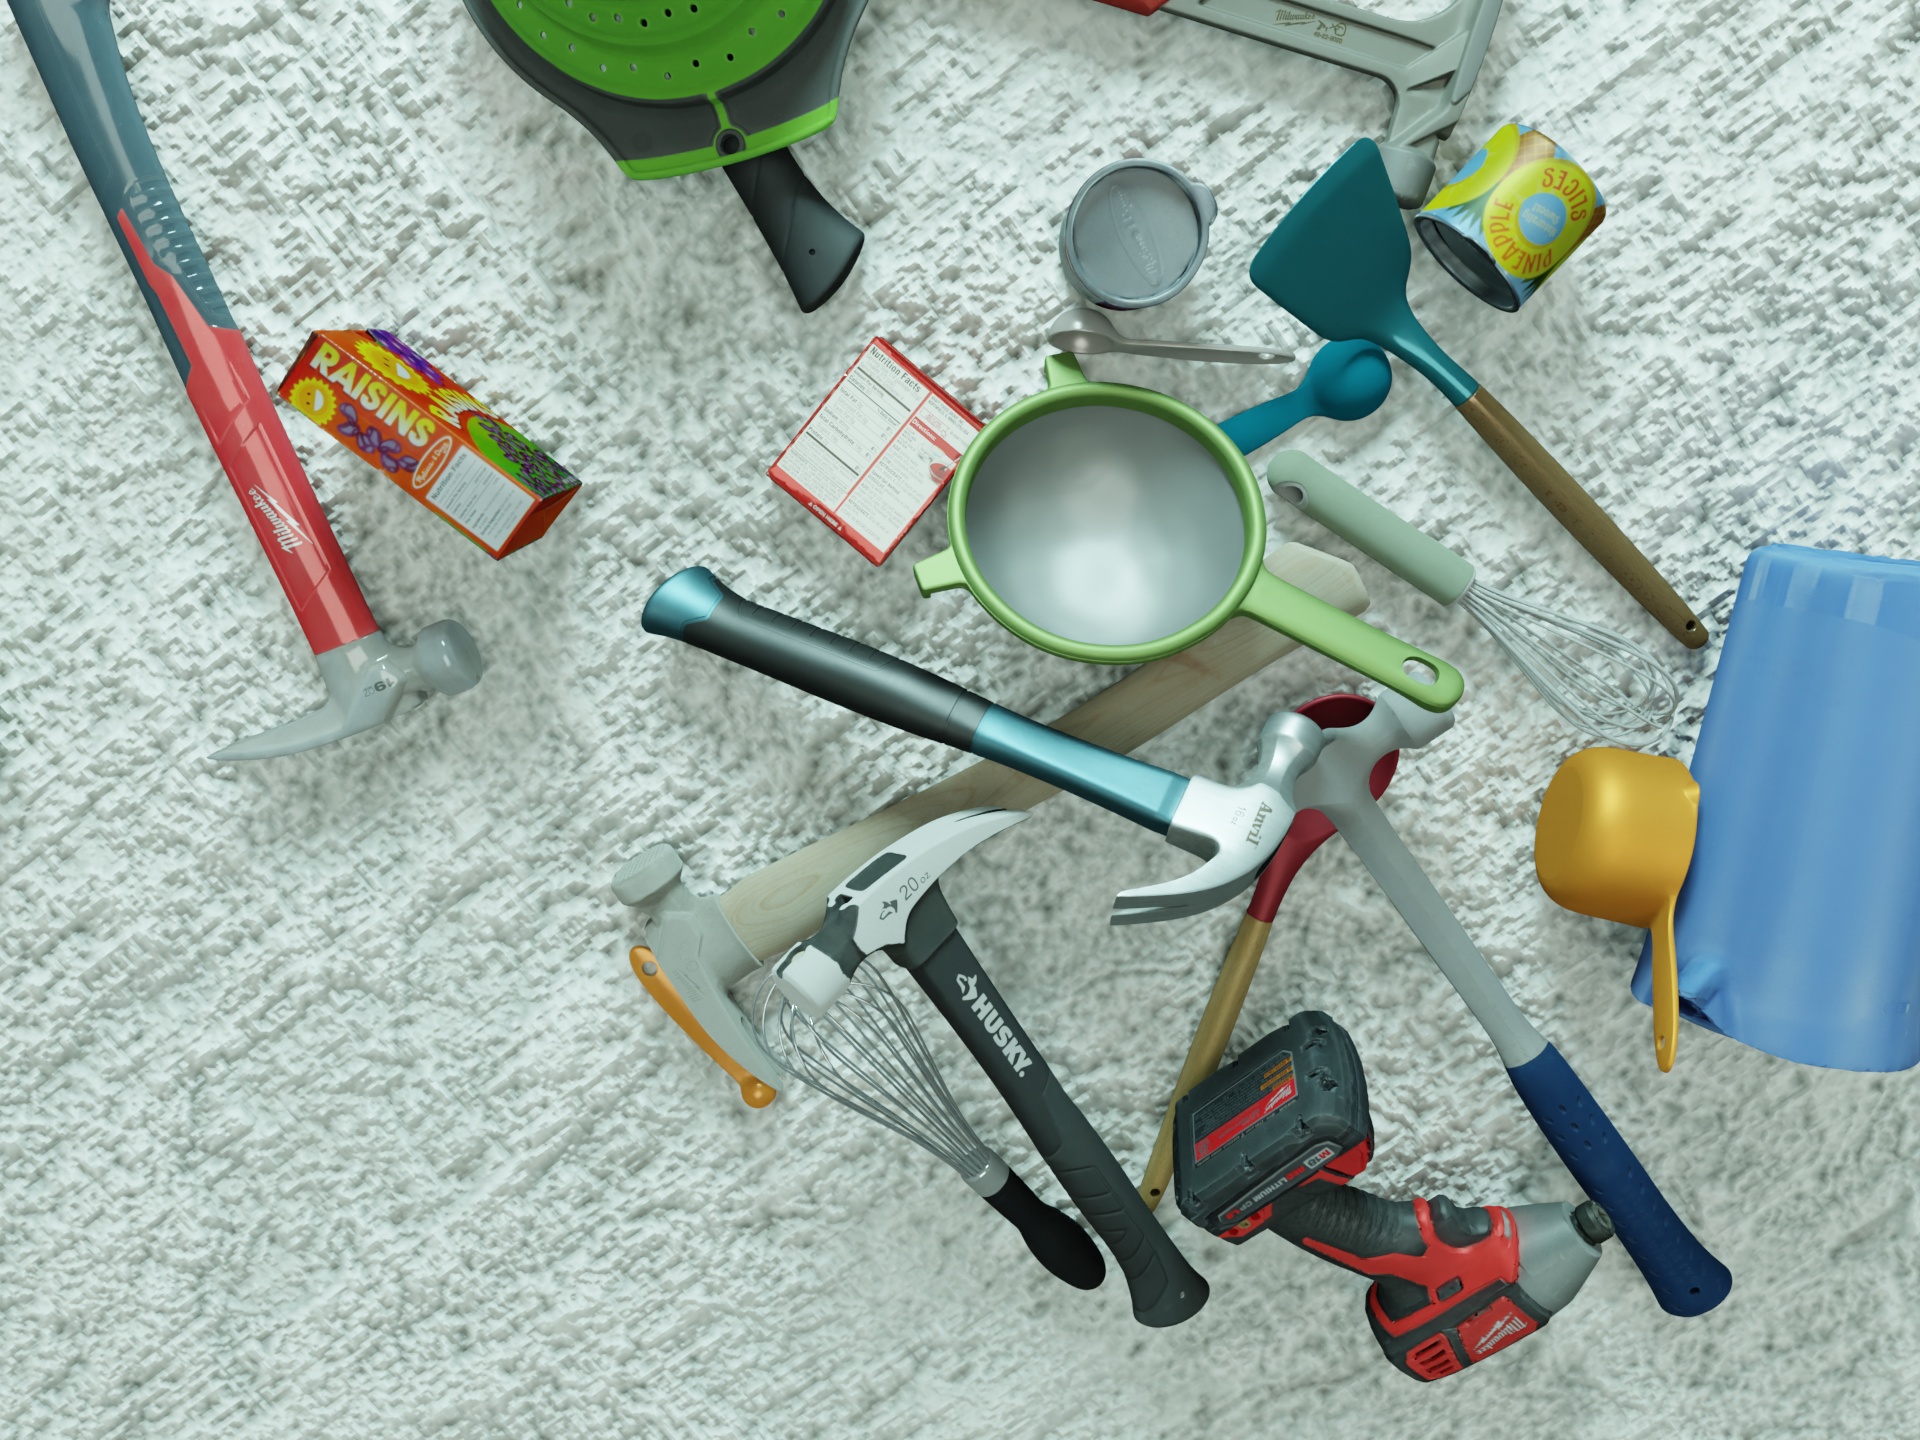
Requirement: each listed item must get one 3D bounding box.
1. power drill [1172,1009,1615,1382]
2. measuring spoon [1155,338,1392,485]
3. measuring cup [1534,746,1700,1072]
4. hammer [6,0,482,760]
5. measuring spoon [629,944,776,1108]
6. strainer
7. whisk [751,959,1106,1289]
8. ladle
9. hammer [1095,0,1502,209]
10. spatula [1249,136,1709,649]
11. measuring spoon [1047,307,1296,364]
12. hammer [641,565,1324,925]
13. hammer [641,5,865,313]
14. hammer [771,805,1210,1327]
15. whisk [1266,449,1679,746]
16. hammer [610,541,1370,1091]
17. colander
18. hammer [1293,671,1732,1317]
[{"bbox_3d":[0.228,0.255,0.834,0.219,0.079,0.143,38,118,-18],"label":"power drill"},{"bbox_3d":[0.156,-0.149,0.788,0.128,0.021,0.042,-28,102,4],"label":"measuring spoon"},{"bbox_3d":[0.318,0.089,0.778,0.052,0.174,0.095,13,142,2],"label":"measuring cup"},{"bbox_3d":[-0.378,-0.170,0.775,0.143,0.038,0.386,-20,102,6],"label":"hammer"},{"bbox_3d":[-0.141,0.168,0.866,0.021,0.011,0.117,-37,100,8],"label":"measuring spoon"},{"bbox_3d":[0.114,-0.060,0.765,0.256,0.069,0.151,28,69,7],"label":"strainer"},{"bbox_3d":[-0.007,0.220,0.838,0.070,0.070,0.284,-37,115,8],"label":"whisk"},{"bbox_3d":[0.153,0.129,0.851,0.069,0.031,0.315,18,104,-5],"label":"ladle"},{"bbox_3d":[0.071,-0.360,0.733,0.359,0.037,0.149,15,102,-4],"label":"hammer"},{"bbox_3d":[0.266,-0.139,0.773,0.317,0.044,0.082,41,93,-14],"label":"spatula"},{"bbox_3d":[0.104,-0.188,0.779,0.124,0.034,0.018,4,85,-6],"label":"measuring spoon"},{"bbox_3d":[-0.001,-0.002,0.768,0.331,0.033,0.128,22,61,12],"label":"hammer"},{"bbox_3d":[-0.167,-0.375,0.730,0.149,0.036,0.408,-30,102,7],"label":"hammer"},{"bbox_3d":[0.045,0.193,0.816,0.146,0.035,0.334,-45,117,-25],"label":"hammer"},{"bbox_3d":[0.259,-0.064,0.802,0.246,0.057,0.059,33,66,-4],"label":"whisk"},{"bbox_3d":[0.029,0.040,0.826,0.410,0.038,0.146,-30,103,6],"label":"hammer"},{"bbox_3d":[-0.155,-0.432,0.647,0.204,0.094,0.397,-13,104,6],"label":"colander"},{"bbox_3d":[0.287,0.170,0.839,0.144,0.035,0.405,-36,106,8],"label":"hammer"}]
